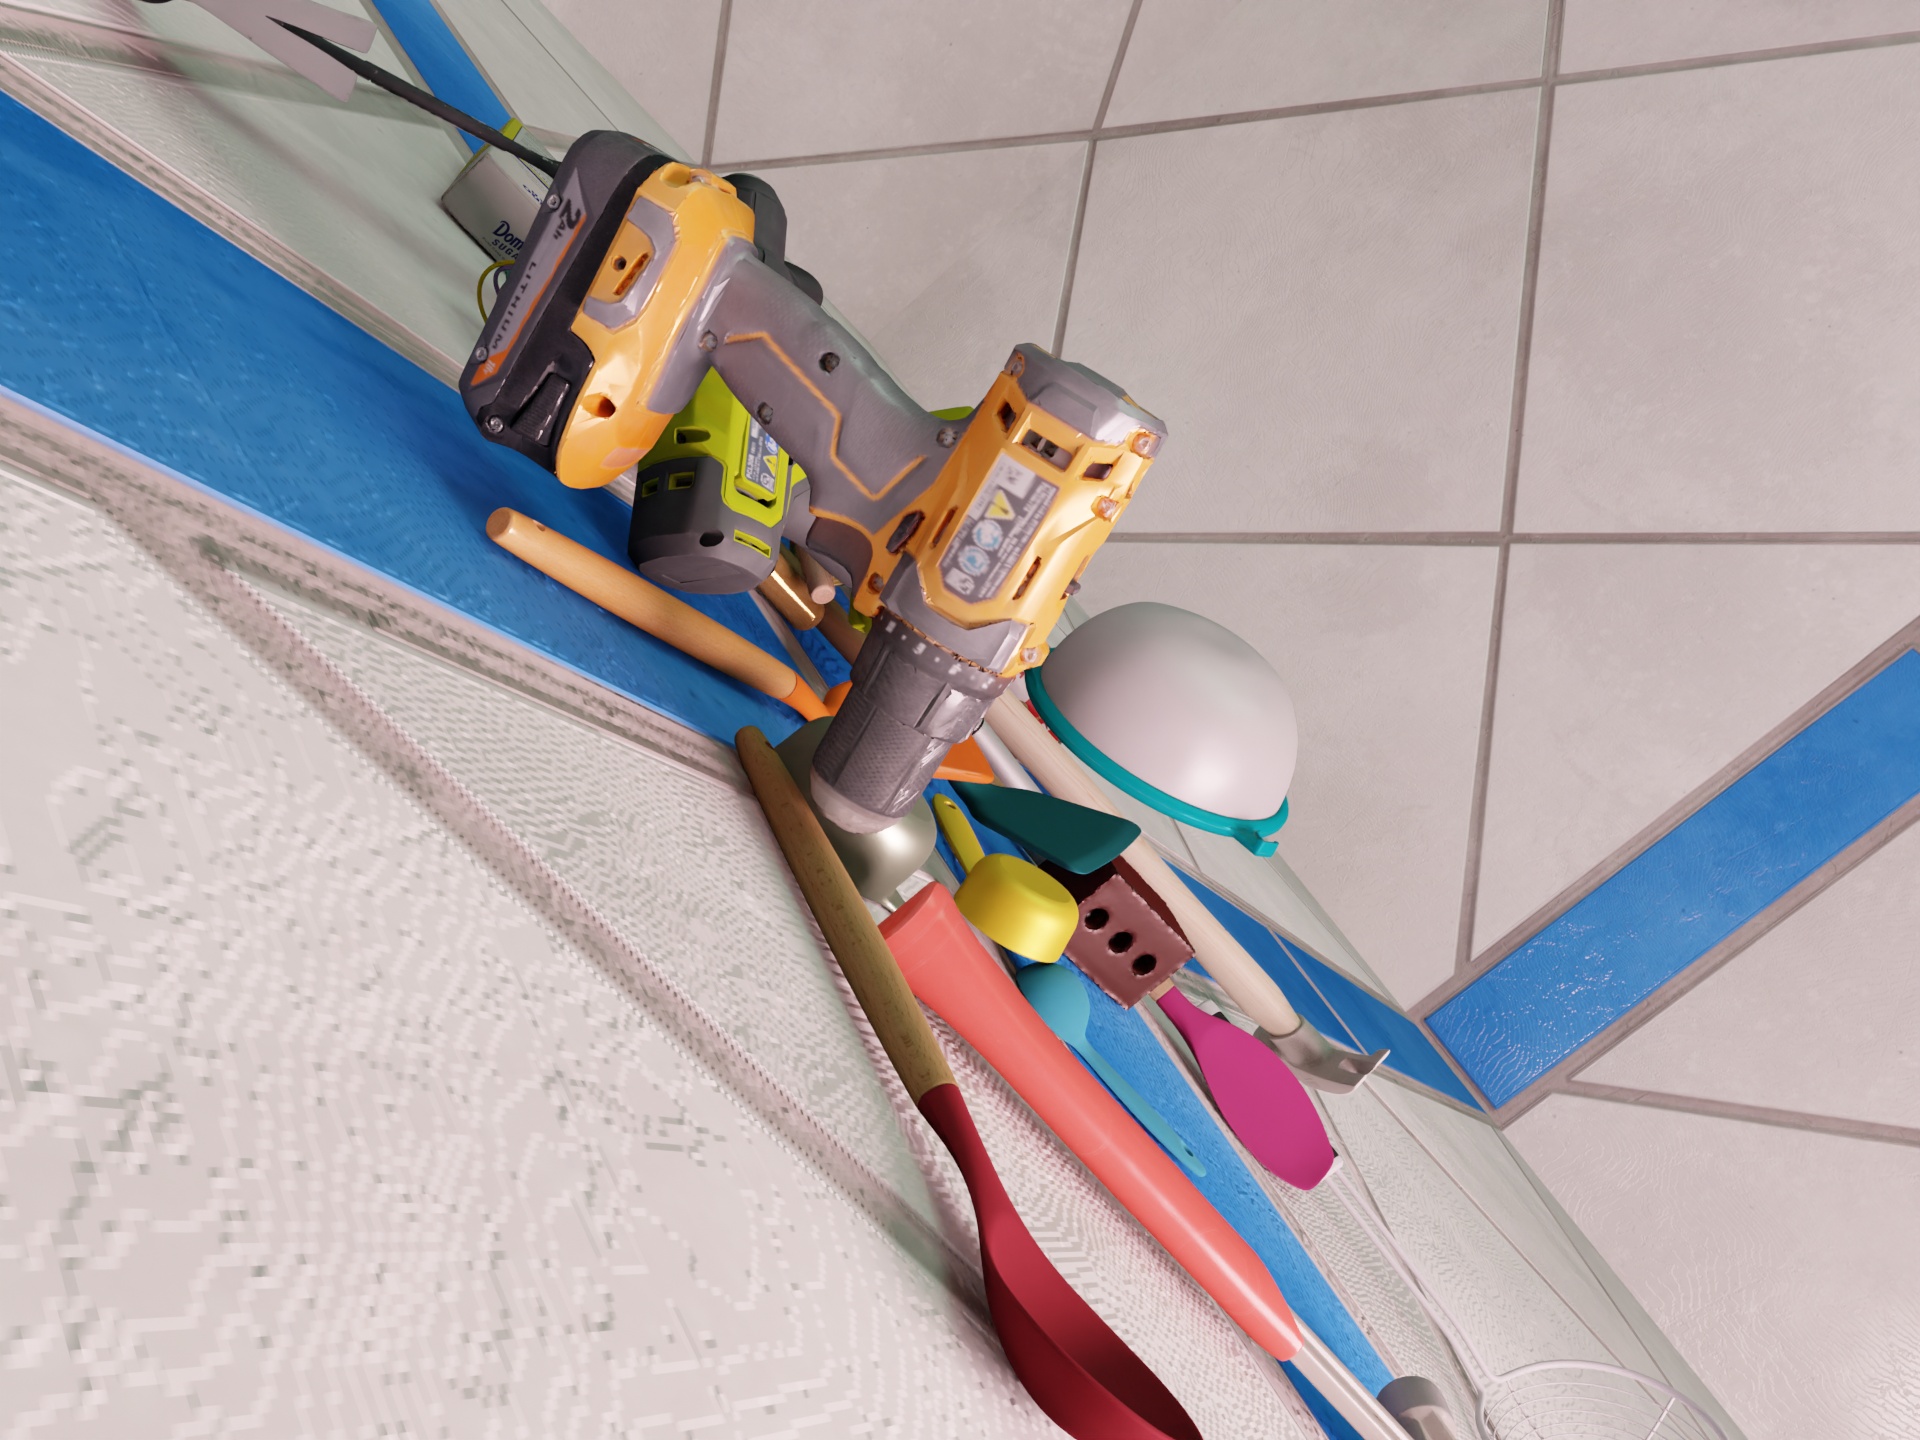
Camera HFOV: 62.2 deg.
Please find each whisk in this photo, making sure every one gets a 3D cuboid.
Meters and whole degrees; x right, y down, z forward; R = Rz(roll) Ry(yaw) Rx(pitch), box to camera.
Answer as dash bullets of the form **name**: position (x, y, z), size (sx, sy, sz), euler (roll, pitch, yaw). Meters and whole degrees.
- **whisk**: position (-0.150, -0.132, 0.801), size (0.244, 0.047, 0.051), euler (49, 6, -32)

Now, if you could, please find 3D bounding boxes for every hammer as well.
- **hammer**: position (0.109, 0.081, 1.025), size (0.410, 0.038, 0.146), euler (48, -13, -4)
- **hammer**: position (0.094, 0.203, 0.600), size (0.359, 0.036, 0.149), euler (48, 9, -12)
- **hammer**: position (-0.194, -0.268, 0.776), size (0.149, 0.036, 0.408), euler (33, 12, 28)

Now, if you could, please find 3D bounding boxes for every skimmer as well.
- **skimmer**: position (0.265, 0.289, 0.898), size (0.127, 0.090, 0.364), euler (-14, 56, -44)

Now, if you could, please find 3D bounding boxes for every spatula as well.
- **spatula**: position (-0.083, -0.030, 0.687), size (0.081, 0.041, 0.322), euler (56, 12, 29)
- **spatula**: position (-0.035, -0.030, 0.875), size (0.317, 0.044, 0.082), euler (47, 31, 11)

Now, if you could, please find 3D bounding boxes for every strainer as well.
- **strainer**: position (-0.002, -0.003, 0.975), size (0.258, 0.050, 0.087), euler (51, 0, -26)
- **strainer**: position (0.103, -0.052, 1.107), size (0.340, 0.095, 0.211), euler (32, 24, 1)

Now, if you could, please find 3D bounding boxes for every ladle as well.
- **ladle**: position (-0.018, 0.101, 0.514), size (0.069, 0.031, 0.316), euler (44, 9, -47)

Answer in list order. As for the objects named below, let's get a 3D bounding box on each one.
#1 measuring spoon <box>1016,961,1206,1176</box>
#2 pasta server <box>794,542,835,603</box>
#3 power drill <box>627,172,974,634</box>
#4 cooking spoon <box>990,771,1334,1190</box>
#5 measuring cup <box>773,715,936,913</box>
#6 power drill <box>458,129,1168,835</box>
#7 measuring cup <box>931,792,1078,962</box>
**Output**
- **measuring spoon**: position (0.075, 0.158, 0.733), size (0.128, 0.021, 0.042), euler (47, 9, -2)
- **pasta server**: position (-0.100, -0.180, 0.932), size (0.060, 0.040, 0.317), euler (85, -9, -48)
- **power drill**: position (-0.061, -0.134, 0.771), size (0.228, 0.080, 0.191), euler (25, 65, -53)
- **cooking spoon**: position (0.102, 0.139, 0.928), size (0.319, 0.017, 0.069), euler (50, 43, 12)
- **measuring cup**: position (-0.011, 0.065, 0.643), size (0.167, 0.038, 0.083), euler (47, 9, -4)
- **power drill**: position (-0.065, -0.083, 0.575), size (0.226, 0.185, 0.084), euler (32, 14, 6)
- **measuring cup**: position (0.015, 0.064, 0.779), size (0.062, 0.029, 0.157), euler (25, 16, -25)
